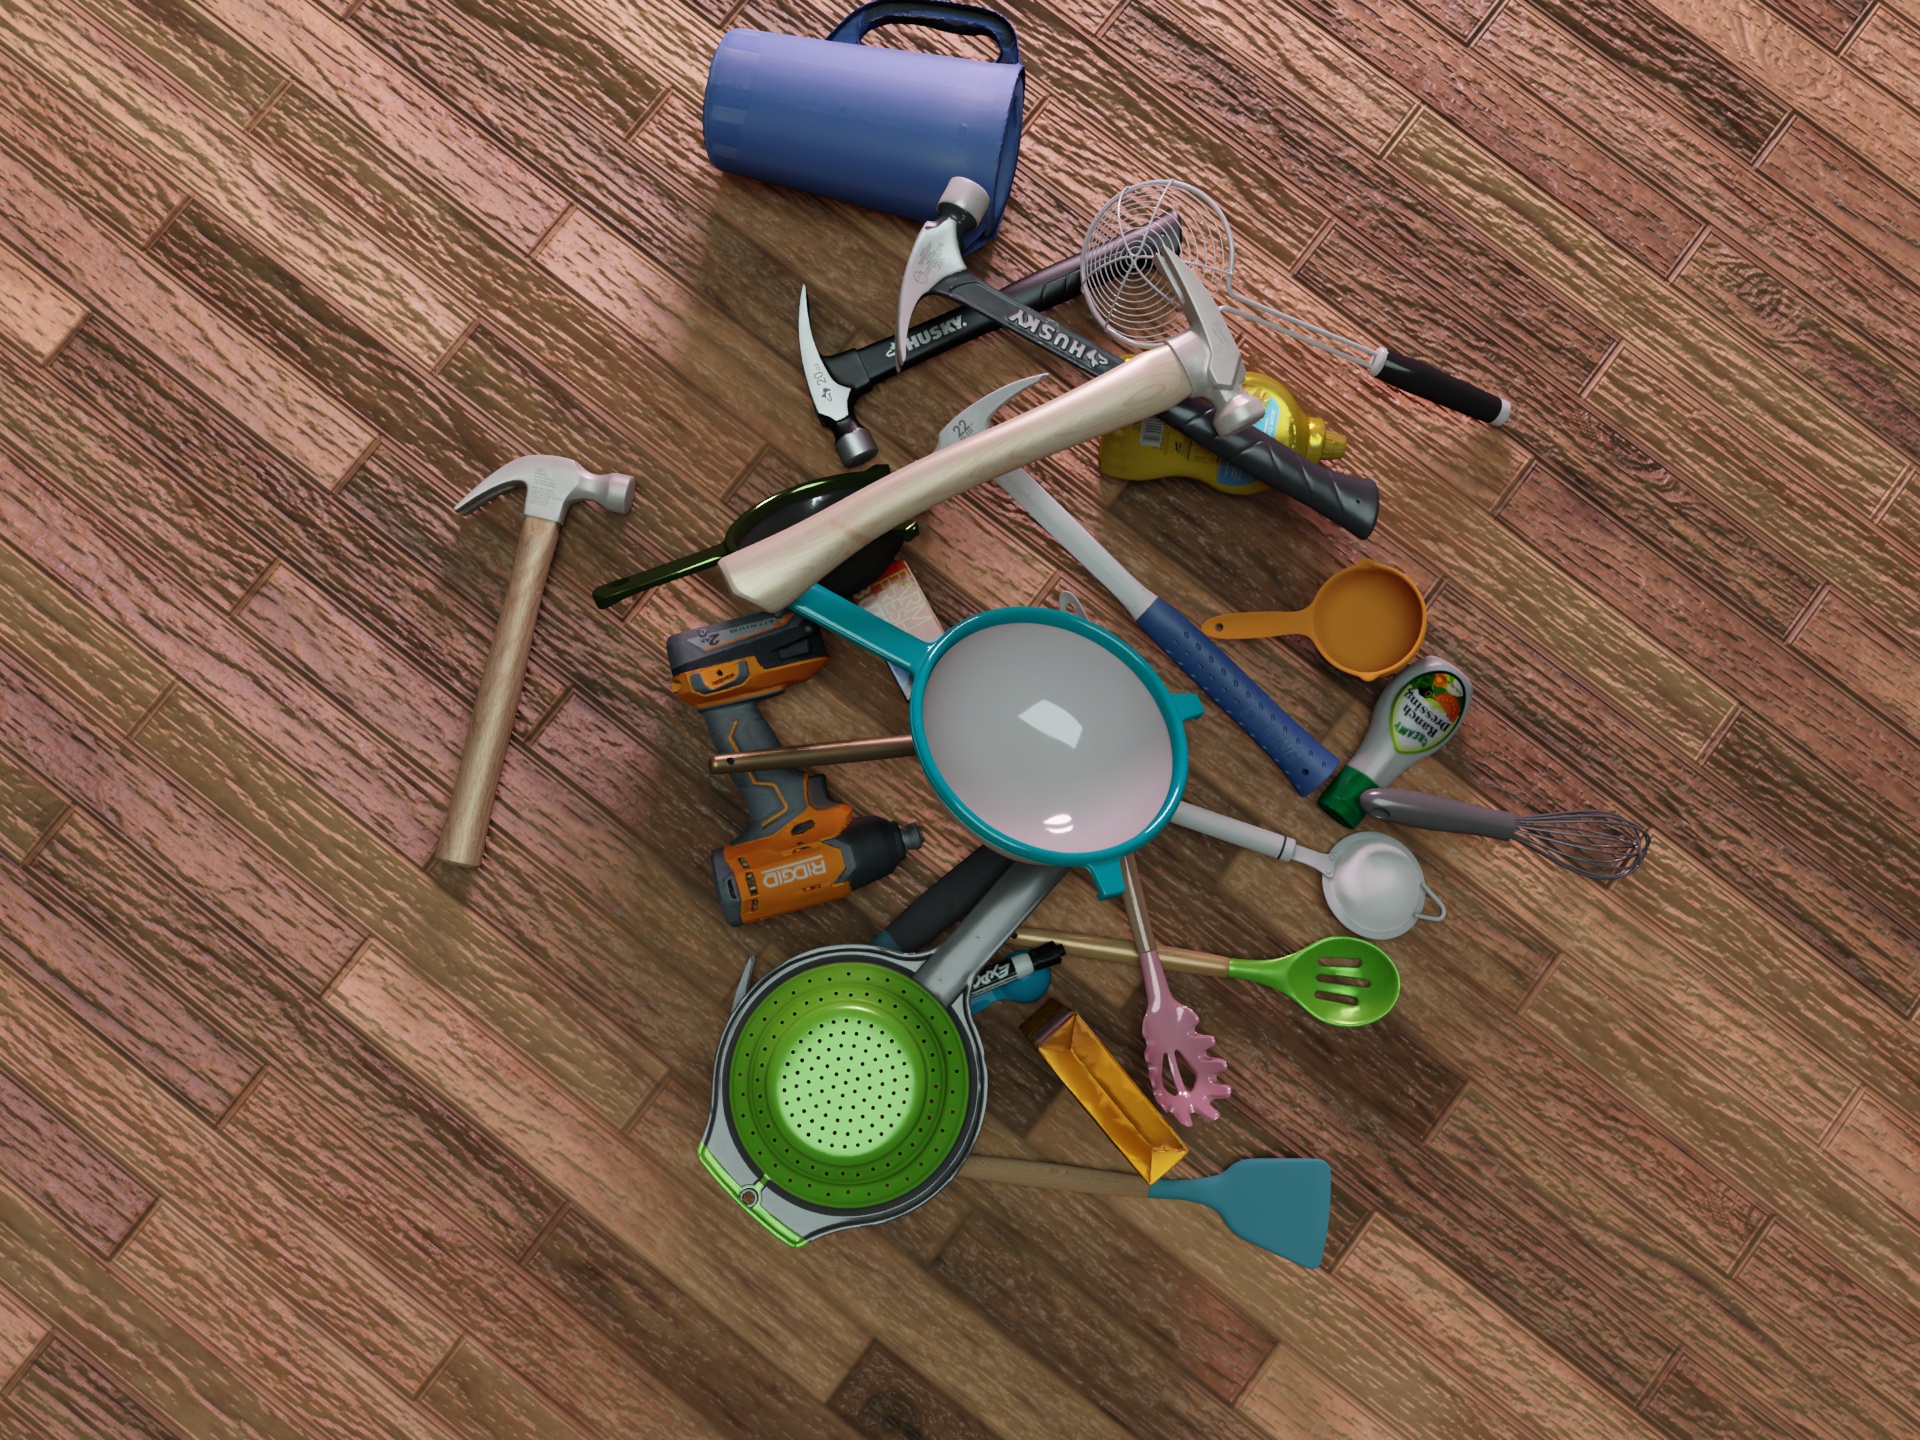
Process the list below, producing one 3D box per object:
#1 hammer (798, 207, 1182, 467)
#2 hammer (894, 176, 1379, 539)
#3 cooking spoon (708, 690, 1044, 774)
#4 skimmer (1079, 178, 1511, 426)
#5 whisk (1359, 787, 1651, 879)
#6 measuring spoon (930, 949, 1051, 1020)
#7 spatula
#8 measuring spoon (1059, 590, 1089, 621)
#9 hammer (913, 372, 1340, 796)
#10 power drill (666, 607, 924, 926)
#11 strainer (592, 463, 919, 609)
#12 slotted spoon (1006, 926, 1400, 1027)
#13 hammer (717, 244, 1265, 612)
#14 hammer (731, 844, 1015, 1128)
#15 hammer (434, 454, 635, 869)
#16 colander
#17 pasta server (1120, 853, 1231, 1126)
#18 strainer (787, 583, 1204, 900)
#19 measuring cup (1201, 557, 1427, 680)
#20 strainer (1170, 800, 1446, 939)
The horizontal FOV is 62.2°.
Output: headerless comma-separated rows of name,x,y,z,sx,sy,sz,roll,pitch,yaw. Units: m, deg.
hammer,0.027,-0.336,1.285,0.335,0.035,0.146,-25,86,-3
hammer,0.138,-0.246,1.200,0.409,0.036,0.149,28,82,-6
cooking spoon,-0.035,0.018,1.208,0.318,0.017,0.069,-5,81,-23
skimmer,0.271,-0.315,1.268,0.363,0.090,0.127,18,111,-16
whisk,0.422,0.083,1.232,0.239,0.055,0.055,11,84,-7
measuring spoon,0.011,0.219,1.236,0.128,0.021,0.042,-26,85,-5
spatula,0.119,0.355,1.215,0.317,0.044,0.082,6,90,1
measuring spoon,0.106,-0.046,1.253,0.034,0.018,0.124,-19,101,24
hammer,0.142,-0.099,1.247,0.405,0.035,0.144,44,110,0
power drill,-0.128,0.030,1.226,0.164,0.084,0.226,-14,88,-5
strainer,-0.151,-0.114,1.224,0.256,0.152,0.069,-19,120,-3
slotted spoon,0.183,0.187,1.241,0.314,0.031,0.070,8,84,2
hammer,0.013,-0.197,1.143,0.410,0.038,0.146,-27,90,-9
hammer,-0.038,0.165,1.236,0.331,0.033,0.128,-39,87,-4
hammer,-0.359,-0.049,1.252,0.130,0.031,0.331,13,85,0
colander,-0.026,0.200,1.151,0.204,0.094,0.397,41,79,7
pasta server,0.139,0.150,1.217,0.060,0.040,0.316,-11,79,-13
strainer,-0.002,-0.004,1.173,0.340,0.095,0.211,29,55,1
measuring cup,0.281,-0.075,1.262,0.173,0.052,0.095,-2,86,20
strainer,0.263,0.104,1.245,0.258,0.050,0.087,19,69,4
